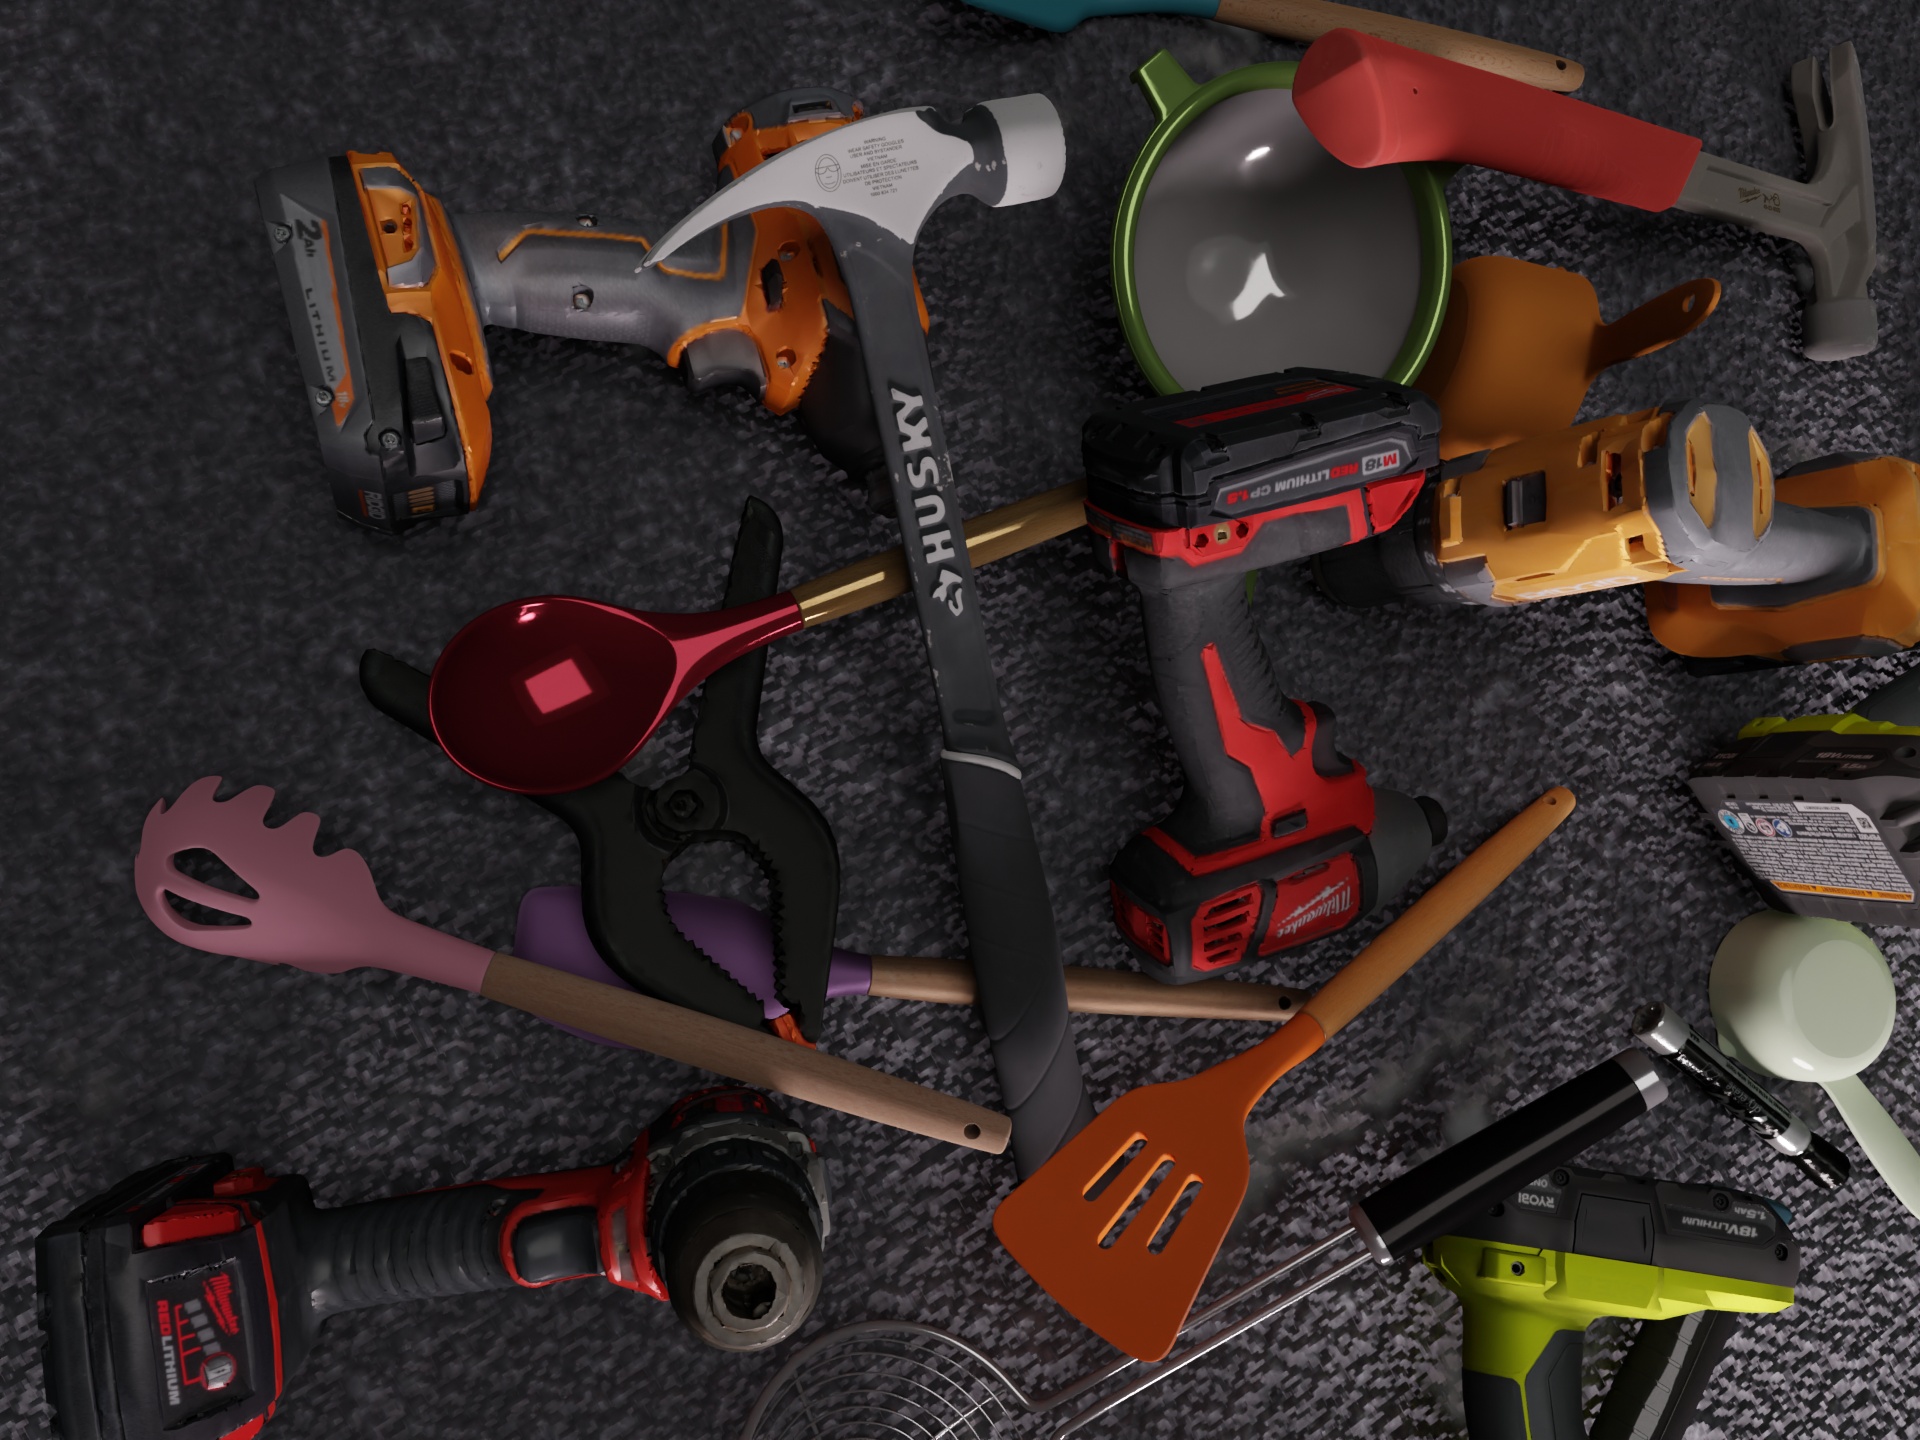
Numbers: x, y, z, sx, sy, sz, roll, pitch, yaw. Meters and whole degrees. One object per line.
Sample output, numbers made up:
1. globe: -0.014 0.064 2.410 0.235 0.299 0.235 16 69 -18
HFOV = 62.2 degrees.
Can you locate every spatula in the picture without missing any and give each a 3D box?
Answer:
1. spatula: 0.139 -0.312 0.691 0.317 0.044 0.082 4 79 -15
2. spatula: -0.011 0.103 0.616 0.315 0.018 0.060 5 79 -13
3. spatula: 0.149 0.113 0.620 0.322 0.081 0.041 -32 135 -32

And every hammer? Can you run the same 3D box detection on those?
1. hammer: 0.255 0.337 0.651 0.128 0.033 0.331 35 76 -8
2. hammer: 0.280 -0.245 0.670 0.359 0.037 0.149 -1 86 -34
3. hammer: -0.001 -0.002 0.568 0.149 0.036 0.408 -16 103 -17

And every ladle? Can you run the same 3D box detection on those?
1. ladle: -0.036 -0.051 0.580 0.315 0.031 0.069 -22 91 -15

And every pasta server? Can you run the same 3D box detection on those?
1. pasta server: -0.133 0.092 0.545 0.316 0.040 0.060 18 99 -4

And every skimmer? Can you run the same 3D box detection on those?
1. skimmer: 0.093 0.211 0.560 0.363 0.090 0.127 -30 66 -1

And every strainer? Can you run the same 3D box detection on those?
1. strainer: 0.113 -0.134 0.662 0.151 0.069 0.256 5 100 -19

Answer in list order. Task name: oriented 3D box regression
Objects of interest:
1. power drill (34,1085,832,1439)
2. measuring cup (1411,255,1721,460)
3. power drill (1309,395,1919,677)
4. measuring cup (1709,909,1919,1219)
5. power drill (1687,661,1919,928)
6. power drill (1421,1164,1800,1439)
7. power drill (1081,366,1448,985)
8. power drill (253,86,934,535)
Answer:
1. power drill: -0.150 0.168 0.488 0.226 0.188 0.080 -8 87 -11
2. measuring cup: 0.228 -0.151 0.629 0.052 0.173 0.095 12 88 -8
3. power drill: 0.275 -0.068 0.653 0.226 0.185 0.084 5 82 -33
4. measuring cup: 0.403 0.159 0.707 0.083 0.038 0.167 -35 91 -16
5. power drill: 0.444 -0.013 0.664 0.228 0.190 0.080 -36 96 -11
6. power drill: 0.246 0.289 0.604 0.171 0.080 0.223 8 74 4
7. power drill: 0.122 -0.014 0.604 0.143 0.079 0.219 -15 113 -18
8. power drill: -0.119 -0.136 0.579 0.226 0.084 0.164 -14 81 -19
